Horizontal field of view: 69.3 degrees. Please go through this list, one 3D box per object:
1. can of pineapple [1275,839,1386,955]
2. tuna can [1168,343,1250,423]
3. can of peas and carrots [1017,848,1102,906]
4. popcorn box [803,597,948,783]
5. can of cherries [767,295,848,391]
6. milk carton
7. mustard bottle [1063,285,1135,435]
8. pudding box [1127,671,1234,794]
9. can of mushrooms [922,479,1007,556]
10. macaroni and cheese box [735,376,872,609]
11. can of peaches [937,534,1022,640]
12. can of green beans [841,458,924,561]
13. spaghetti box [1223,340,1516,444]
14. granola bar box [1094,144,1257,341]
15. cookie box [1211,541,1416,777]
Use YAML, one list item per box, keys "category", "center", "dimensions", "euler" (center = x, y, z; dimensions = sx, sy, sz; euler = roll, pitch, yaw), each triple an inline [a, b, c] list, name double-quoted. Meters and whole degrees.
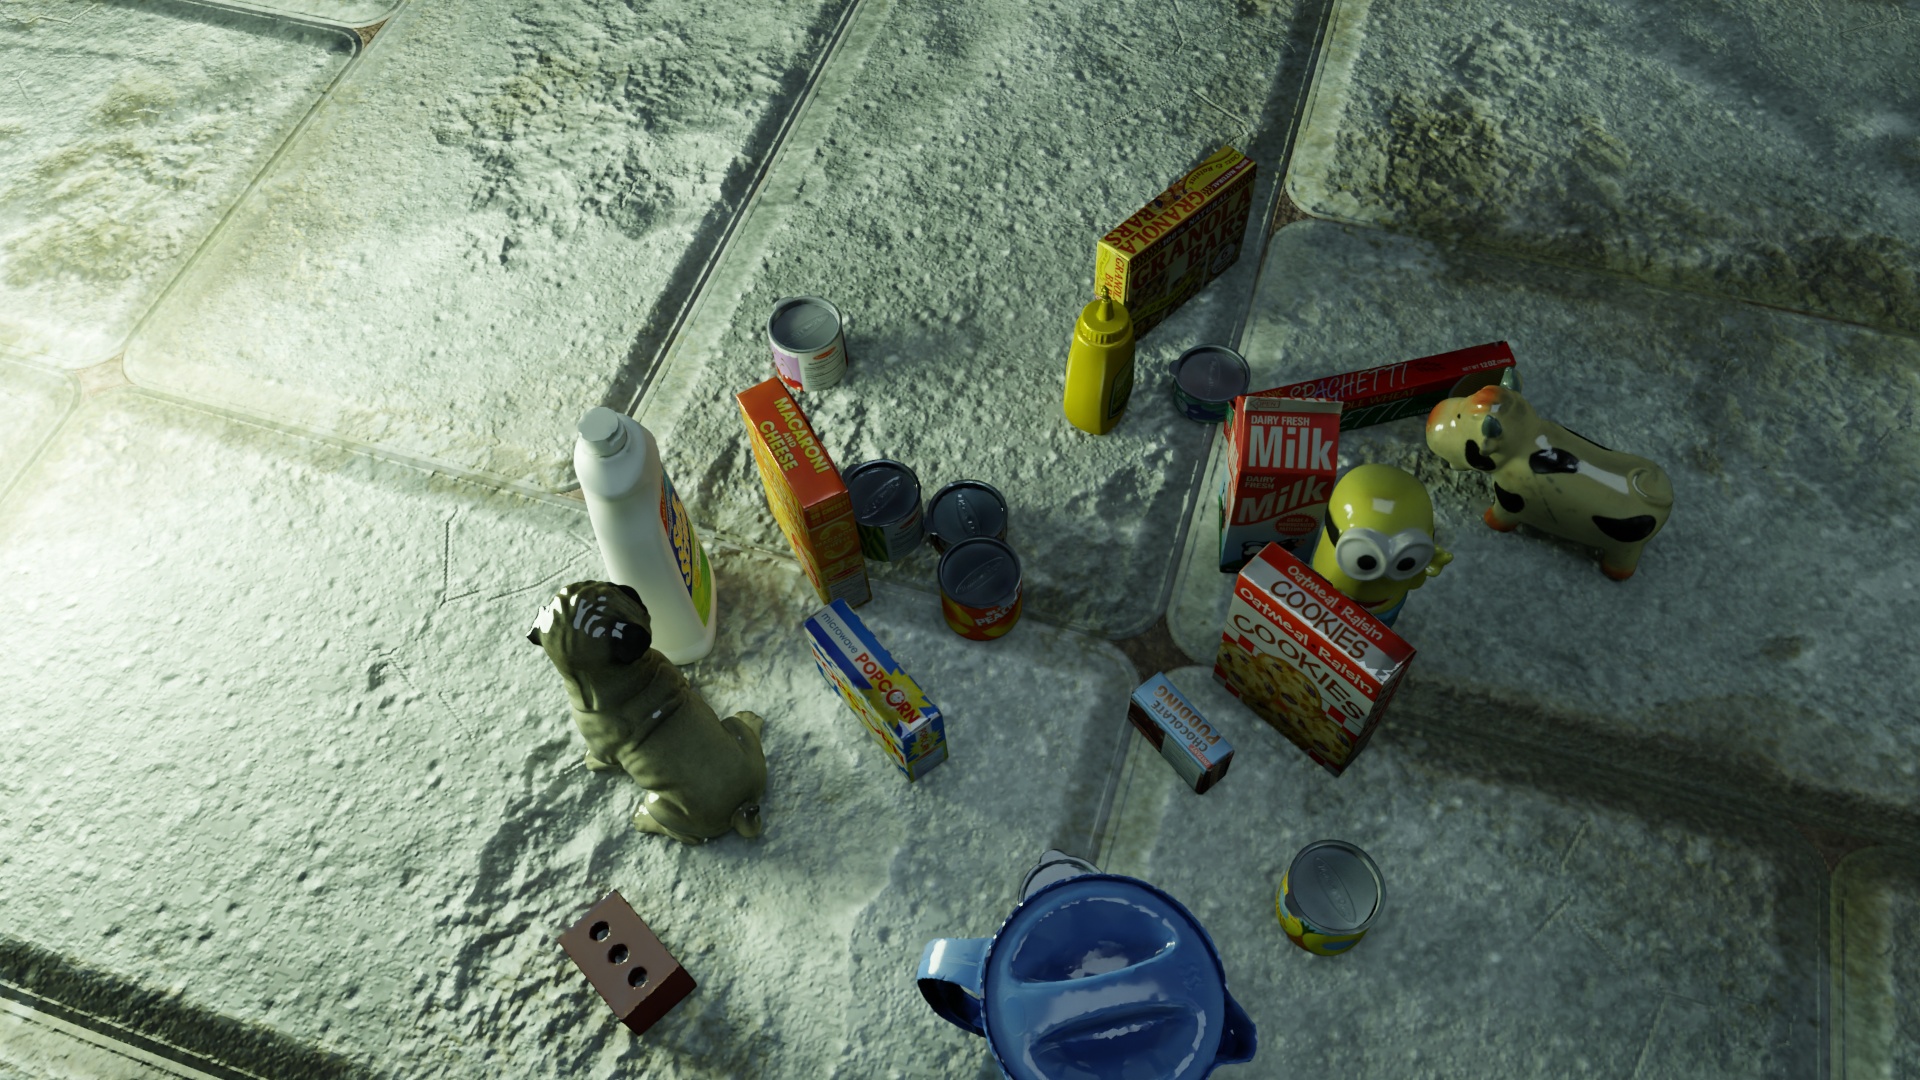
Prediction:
- category: "can of pineapple"
  center: [0.254, 0.249, 0.964]
  dimensions: [0.071, 0.057, 0.071]
  euler: [-1, 58, 2]
- category: "tuna can"
  center: [0.217, -0.138, 1.219]
  dimensions: [0.071, 0.032, 0.071]
  euler: [-1, 58, 2]
- category: "can of peas and carrots"
  center: [0.072, 0.258, 0.966]
  dimensions: [0.071, 0.058, 0.071]
  euler: [-1, 58, 2]
- category: "popcorn box"
  center: [-0.064, 0.113, 1.047]
  dimensions: [0.038, 0.084, 0.127]
  euler: [-35, 63, -17]
- category: "can of cherries"
  center: [-0.137, -0.178, 1.245]
  dimensions: [0.071, 0.058, 0.072]
  euler: [-1, 58, 2]
- category: "milk carton"
  center: [0.244, -0.051, 1.072]
  dimensions: [0.072, 0.189, 0.074]
  euler: [3, 59, 4]
- category: "mustard bottle"
  center: [0.118, -0.154, 1.160]
  dimensions: [0.049, 0.159, 0.065]
  euler: [26, 63, 17]
- category: "pudding box"
  center: [0.163, 0.144, 1.038]
  dimensions: [0.030, 0.049, 0.084]
  euler: [-34, 63, -17]
- category: "can of mushrooms"
  center: [0.004, -0.014, 1.152]
  dimensions: [0.071, 0.033, 0.071]
  euler: [-1, 58, 2]
- category: "macaroni and cheese box"
  center: [-0.120, -0.032, 1.091]
  dimensions: [0.040, 0.165, 0.124]
  euler: [-26, 61, -13]
- category: "can of peaches"
  center: [0.018, 0.040, 1.104]
  dimensions: [0.071, 0.057, 0.071]
  euler: [-1, 58, 2]
- category: "can of green beans"
  center: [-0.064, -0.025, 1.148]
  dimensions: [0.071, 0.057, 0.071]
  euler: [-1, 58, 2]
- category: "spaghetti box"
  center: [0.350, -0.123, 1.194]
  dimensions: [0.250, 0.050, 0.029]
  euler: [-12, 59, -5]
- category: "granola bar box"
  center: [0.191, -0.259, 1.242]
  dimensions: [0.166, 0.123, 0.039]
  euler: [-39, 65, -20]
- category: "cookie box"
  center: [0.249, 0.088, 1.000]
  dimensions: [0.040, 0.166, 0.123]
  euler: [-41, 65, -20]
